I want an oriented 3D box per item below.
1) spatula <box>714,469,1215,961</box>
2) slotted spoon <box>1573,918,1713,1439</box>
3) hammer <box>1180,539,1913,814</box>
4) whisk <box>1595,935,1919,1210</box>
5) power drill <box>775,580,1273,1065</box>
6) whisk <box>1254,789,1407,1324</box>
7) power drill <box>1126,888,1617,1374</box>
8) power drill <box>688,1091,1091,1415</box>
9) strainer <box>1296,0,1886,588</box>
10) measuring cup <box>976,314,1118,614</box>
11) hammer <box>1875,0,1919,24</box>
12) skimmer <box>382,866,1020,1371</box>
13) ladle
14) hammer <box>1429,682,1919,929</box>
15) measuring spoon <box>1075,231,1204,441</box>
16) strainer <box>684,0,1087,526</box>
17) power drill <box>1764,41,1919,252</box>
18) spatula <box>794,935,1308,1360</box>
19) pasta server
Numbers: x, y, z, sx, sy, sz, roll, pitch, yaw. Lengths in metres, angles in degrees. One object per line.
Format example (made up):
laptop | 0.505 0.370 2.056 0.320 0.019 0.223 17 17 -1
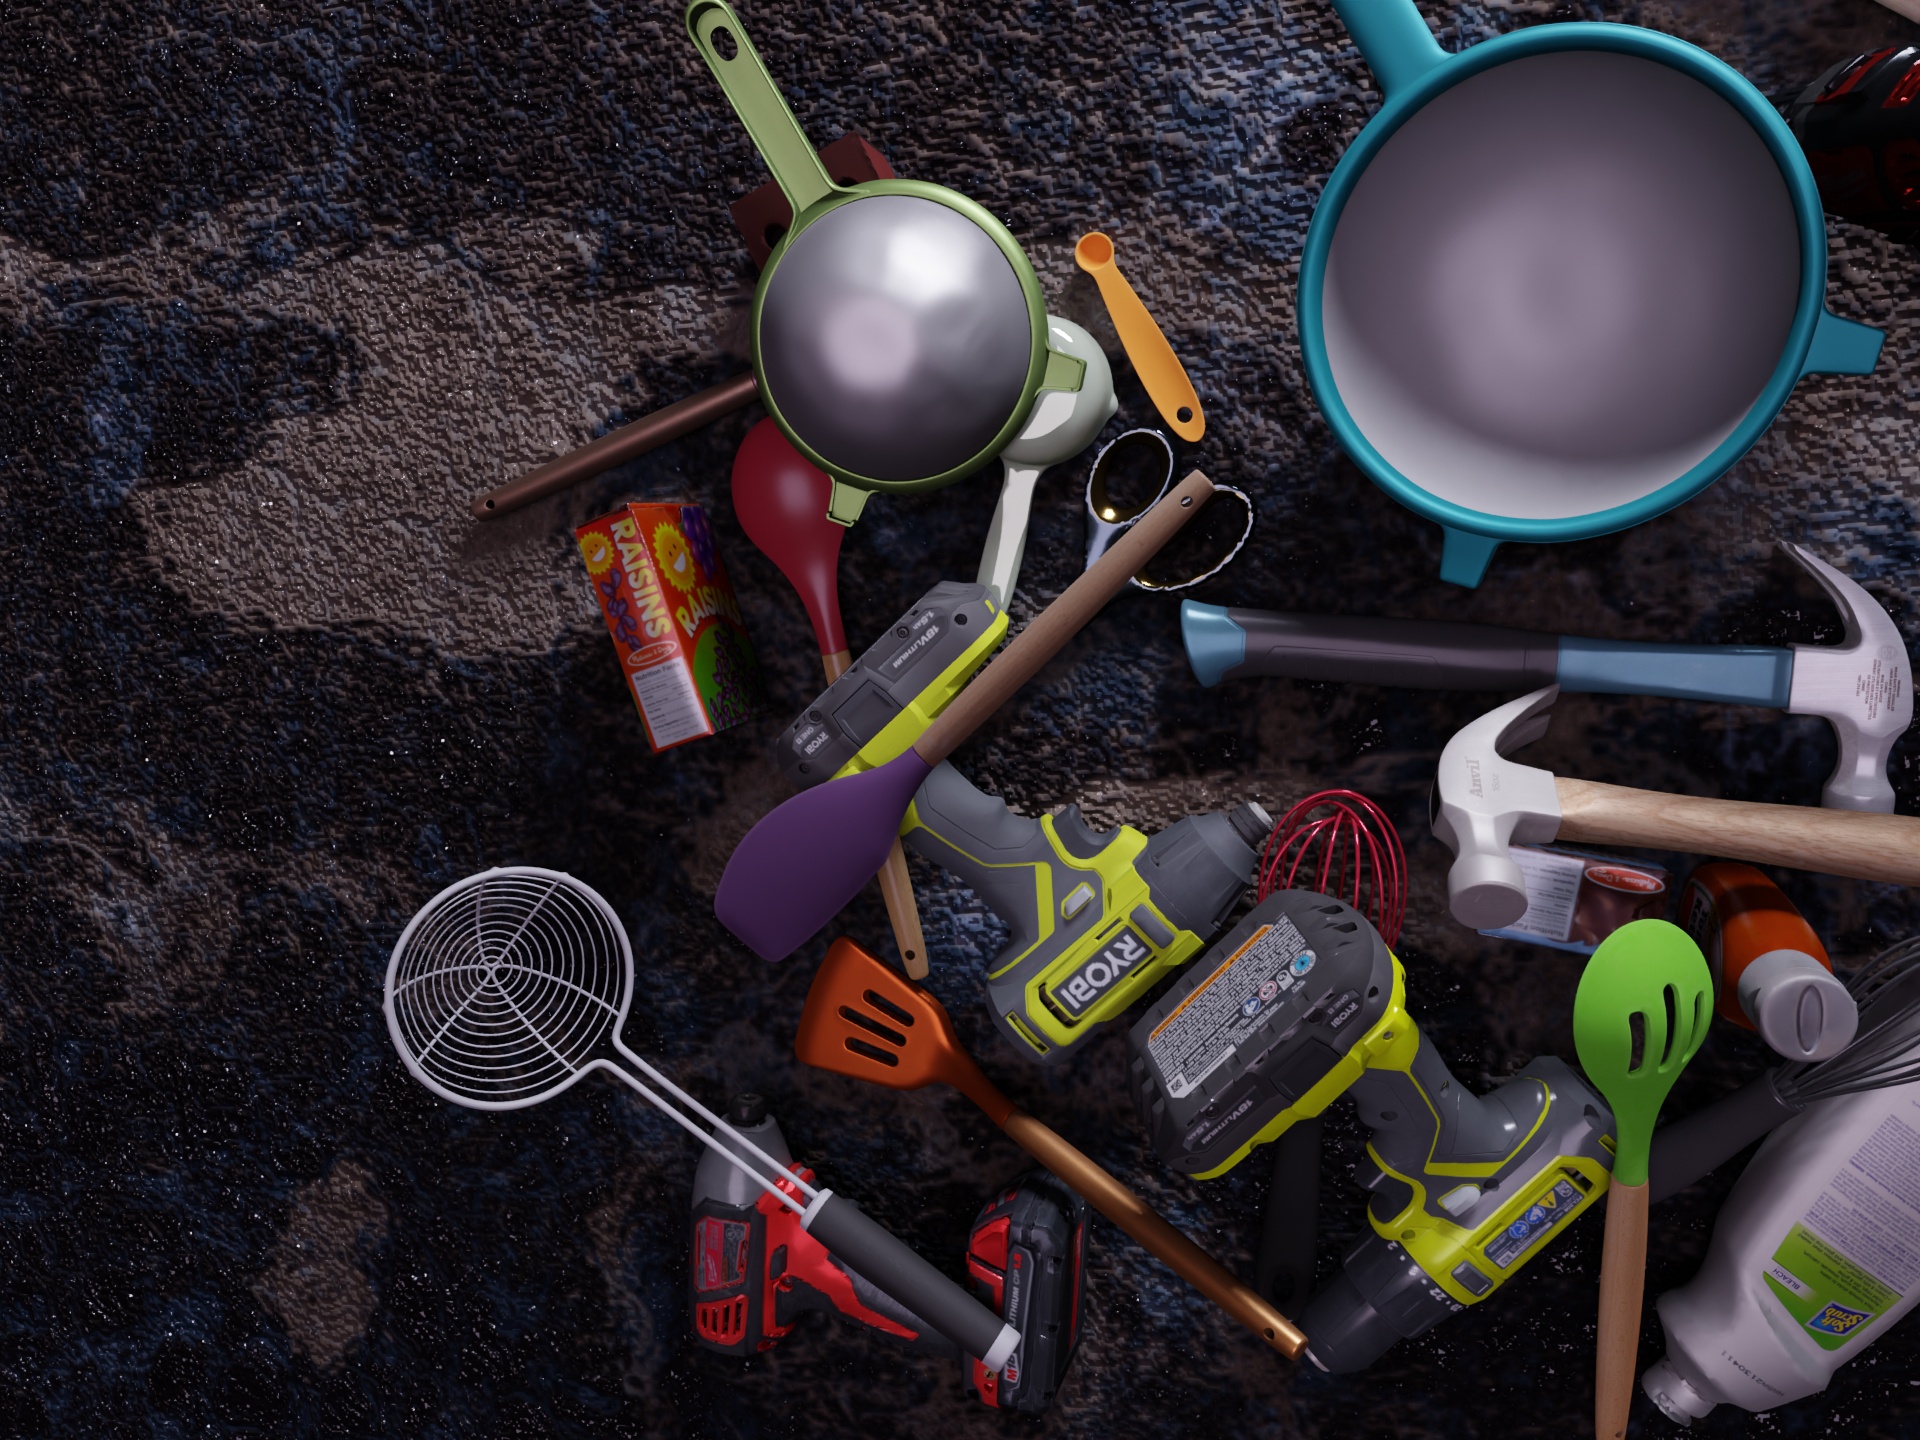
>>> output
spatula | -0.001 -0.002 0.746 0.059 0.018 0.316 44 103 -11
slotted spoon | 0.311 0.230 0.737 0.070 0.031 0.313 -15 118 -13
hammer | 0.270 -0.027 0.761 0.331 0.033 0.128 5 99 14
whisk | 0.373 0.167 0.719 0.055 0.055 0.239 41 131 6
power drill | 0.032 0.043 0.803 0.171 0.080 0.223 -43 95 11
whisk | 0.177 0.177 0.803 0.073 0.073 0.295 7 105 14
power drill | 0.186 0.202 0.746 0.228 0.080 0.190 40 100 -25
power drill | -0.045 0.285 0.866 0.220 0.078 0.143 5 98 17
strainer | 0.233 -0.244 0.708 0.211 0.095 0.340 -31 85 31
measuring cup | 0.027 -0.124 0.808 0.083 0.038 0.167 15 99 12
hammer | 0.325 -0.365 0.701 0.411 0.038 0.146 32 105 9
skimmer | -0.125 0.209 0.799 0.363 0.090 0.127 34 75 11
ladle | -0.062 -0.011 0.855 0.069 0.031 0.315 -13 96 15
hammer | 0.370 0.050 0.685 0.331 0.130 0.031 7 133 3
measuring spoon | 0.092 -0.192 0.799 0.021 0.011 0.117 -29 93 15
strainer | -0.063 -0.224 0.747 0.151 0.069 0.256 -28 99 17
power drill | 0.415 -0.177 0.650 0.080 0.188 0.226 -43 104 10
spatula | 0.038 0.220 0.812 0.323 0.041 0.081 31 106 37
pasta server | -0.134 -0.169 0.845 0.316 0.040 0.060 -20 95 17
